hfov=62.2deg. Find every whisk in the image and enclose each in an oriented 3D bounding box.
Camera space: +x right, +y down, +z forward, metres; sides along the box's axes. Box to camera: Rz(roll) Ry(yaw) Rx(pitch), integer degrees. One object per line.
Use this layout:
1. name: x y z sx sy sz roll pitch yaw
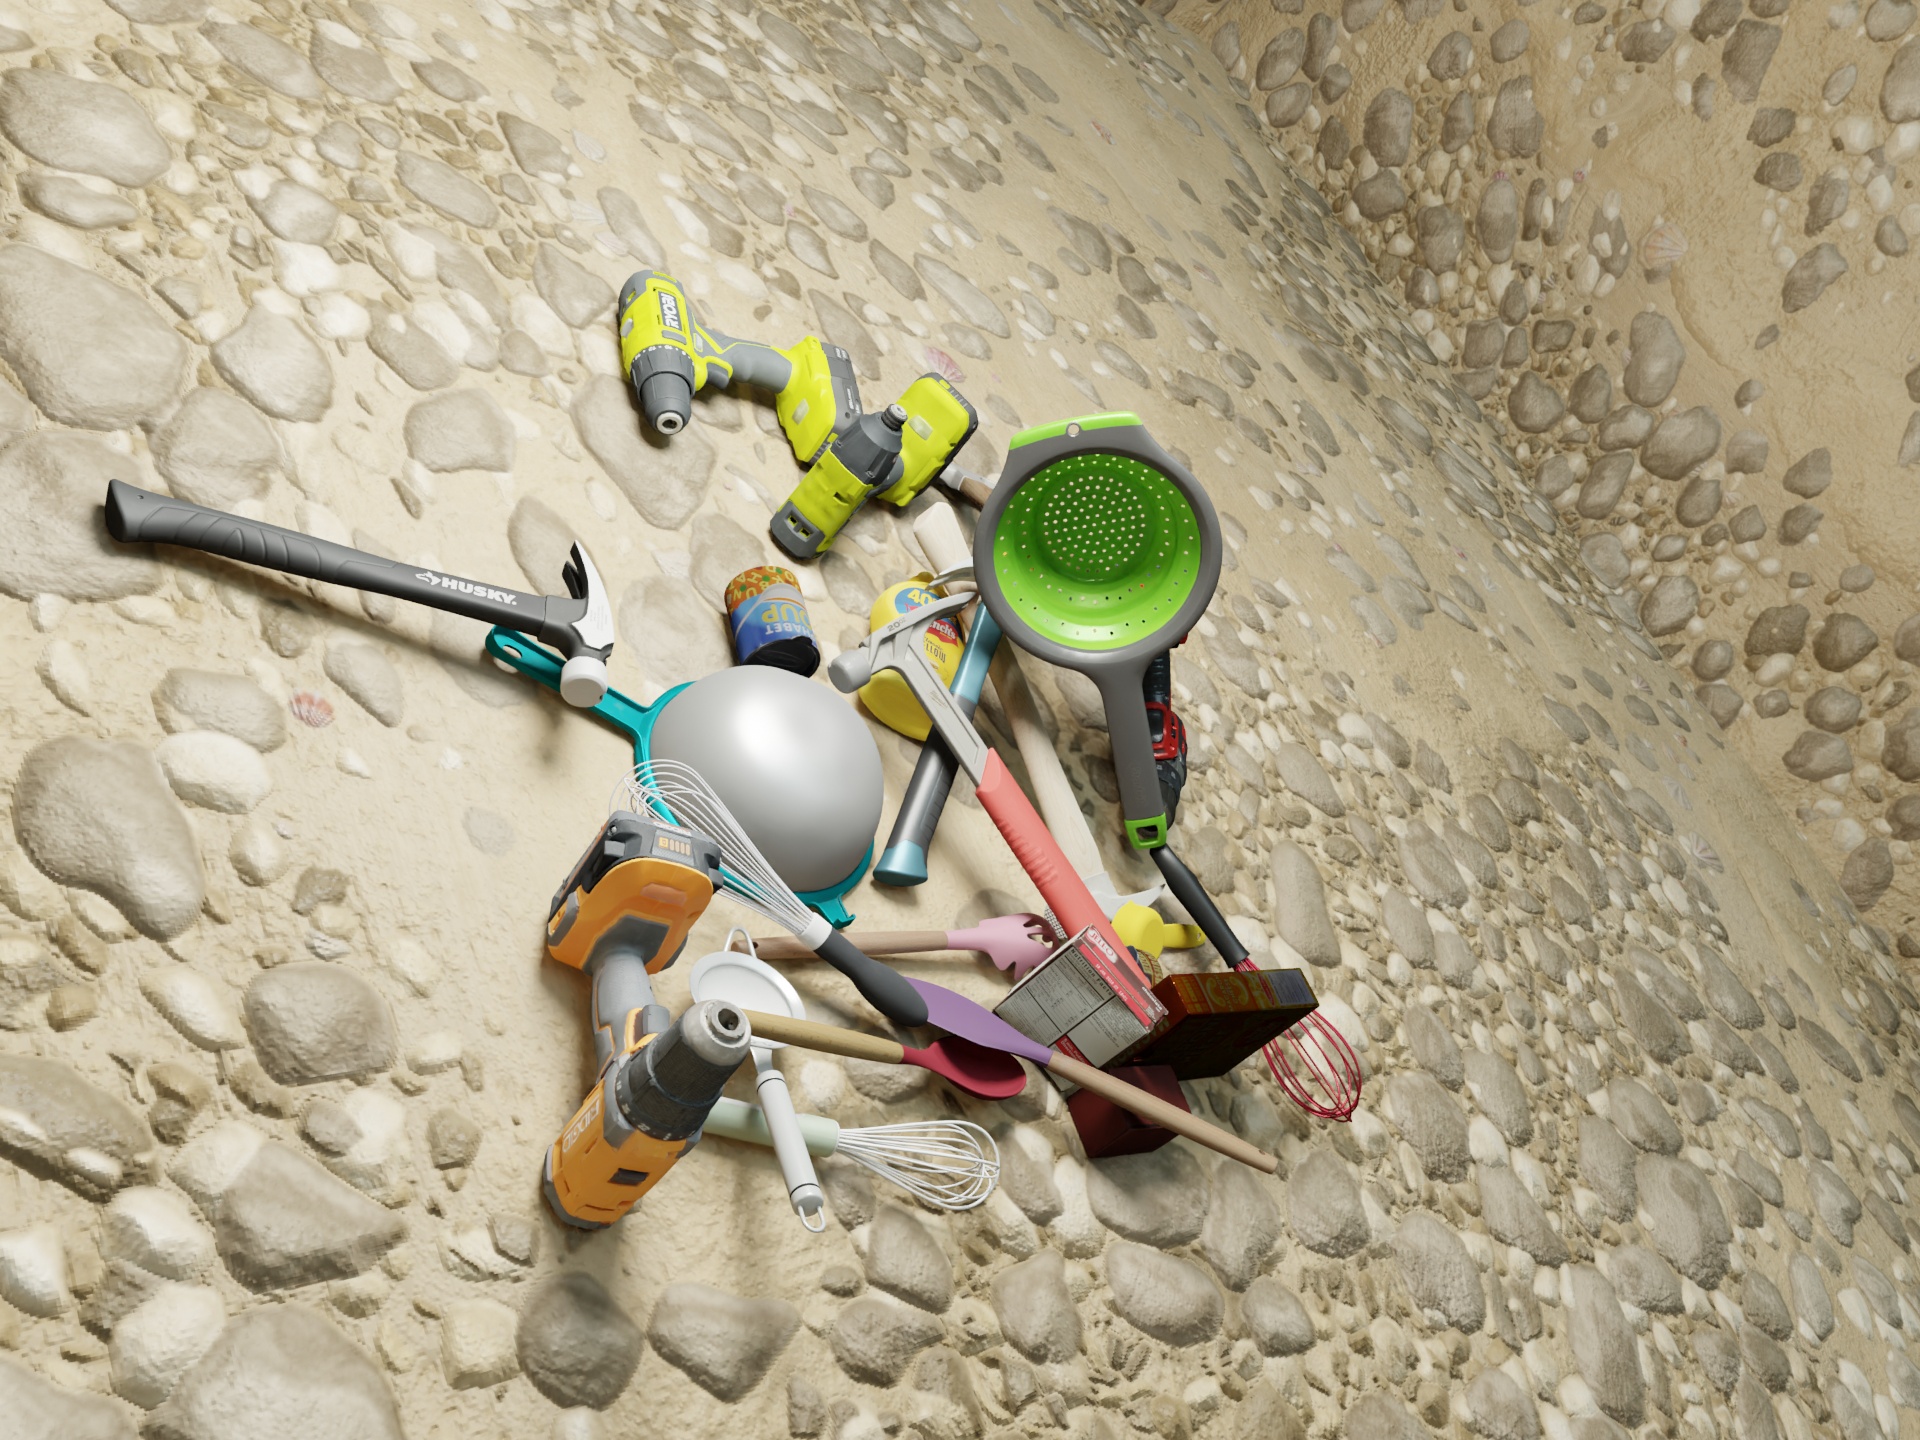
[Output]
1. whisk: -0.127 0.128 1.117 0.284 0.070 0.070 41 34 -17
2. whisk: 0.259 0.229 1.410 0.296 0.073 0.073 55 36 9
3. whisk: -0.079 0.278 1.055 0.246 0.058 0.059 20 72 -25

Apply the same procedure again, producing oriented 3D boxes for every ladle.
1. ladle: -0.059 0.224 1.083 0.315 0.031 0.069 26 11 -48

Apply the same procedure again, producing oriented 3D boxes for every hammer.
1. hammer: 0.059 -0.009 1.430 0.146 0.038 0.411 -8 72 -50
2. hammer: 0.046 0.067 1.284 0.149 0.036 0.359 -30 82 -32
3. hammer: -0.403 -0.105 1.090 0.334 0.035 0.146 15 39 -23
4. hammer: -0.002 -0.004 1.336 0.128 0.033 0.331 28 58 -13
5. hammer: 0.058 -0.195 1.568 0.130 0.031 0.332 18 16 -31

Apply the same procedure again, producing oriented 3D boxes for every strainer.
1. strainer: -0.184 -0.001 1.190 0.340 0.095 0.211 31 37 -20
2. strainer: -0.125 0.228 1.013 0.086 0.050 0.259 18 22 -29

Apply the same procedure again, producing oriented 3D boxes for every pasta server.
1. pasta server: -0.039 0.174 1.221 0.316 0.040 0.060 4 51 -38

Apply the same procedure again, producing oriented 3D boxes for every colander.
1. colander: 0.131 -0.078 1.373 0.095 0.204 0.396 -83 162 -65

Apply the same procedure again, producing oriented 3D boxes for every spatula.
1. spatula: 0.090 0.263 1.186 0.316 0.018 0.060 25 19 4

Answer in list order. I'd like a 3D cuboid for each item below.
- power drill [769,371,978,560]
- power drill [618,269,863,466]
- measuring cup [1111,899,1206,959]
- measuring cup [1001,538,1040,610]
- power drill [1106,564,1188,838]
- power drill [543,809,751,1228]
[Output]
1. power drill: -0.073 -0.248 1.496 0.080 0.171 0.223 44 32 0
2. power drill: -0.212 -0.320 1.509 0.228 0.080 0.191 13 45 -33
3. measuring cup: 0.185 0.192 1.404 0.156 0.029 0.062 9 88 -49
4. measuring cup: 0.040 -0.125 1.515 0.052 0.095 0.174 33 7 -11
5. power drill: 0.178 -0.018 1.484 0.080 0.226 0.188 -1 28 10
6. power drill: -0.186 0.161 0.950 0.084 0.185 0.226 20 39 -29
